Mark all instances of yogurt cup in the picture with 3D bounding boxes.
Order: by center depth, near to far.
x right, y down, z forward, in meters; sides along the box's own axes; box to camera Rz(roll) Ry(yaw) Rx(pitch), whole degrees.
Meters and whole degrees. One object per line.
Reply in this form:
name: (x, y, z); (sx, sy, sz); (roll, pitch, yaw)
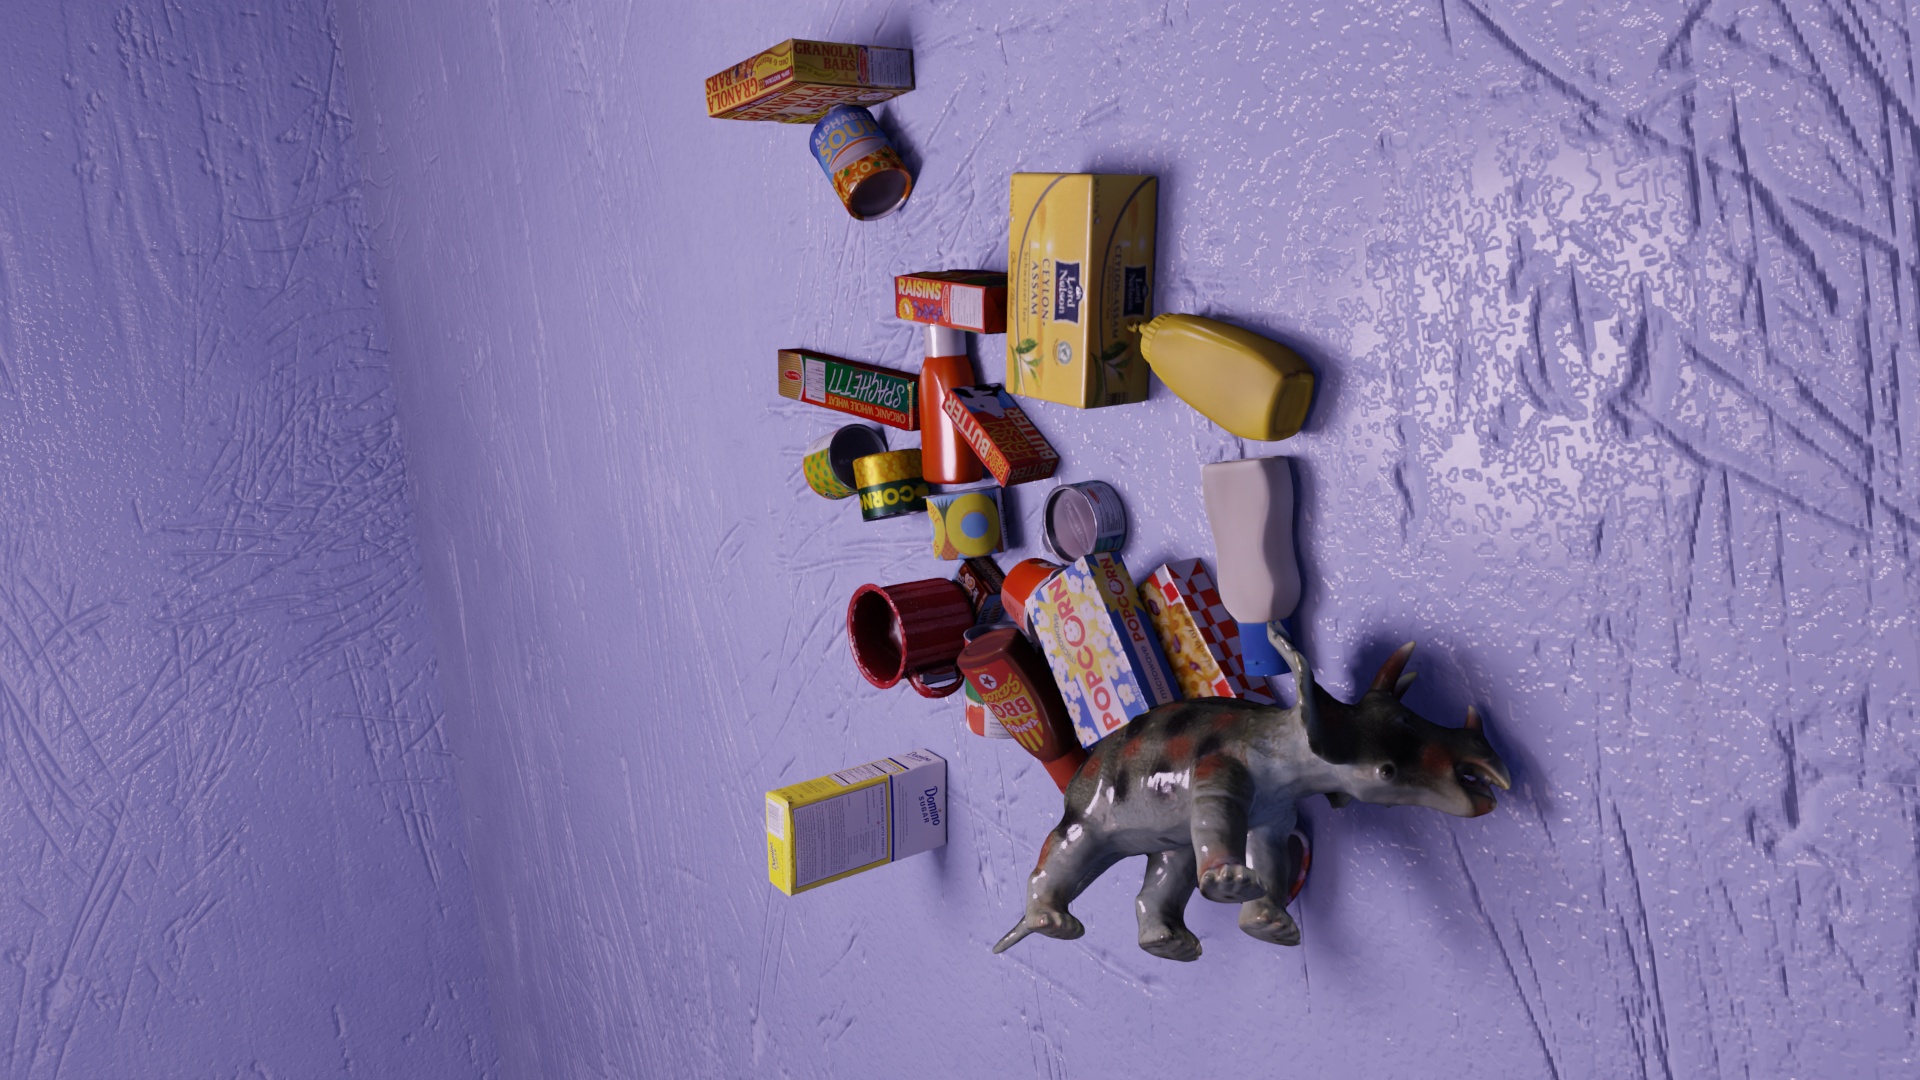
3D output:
yogurt cup: (0.069, 0.048, 1.130); (0.054, 0.072, 0.072); (35, 126, 55)

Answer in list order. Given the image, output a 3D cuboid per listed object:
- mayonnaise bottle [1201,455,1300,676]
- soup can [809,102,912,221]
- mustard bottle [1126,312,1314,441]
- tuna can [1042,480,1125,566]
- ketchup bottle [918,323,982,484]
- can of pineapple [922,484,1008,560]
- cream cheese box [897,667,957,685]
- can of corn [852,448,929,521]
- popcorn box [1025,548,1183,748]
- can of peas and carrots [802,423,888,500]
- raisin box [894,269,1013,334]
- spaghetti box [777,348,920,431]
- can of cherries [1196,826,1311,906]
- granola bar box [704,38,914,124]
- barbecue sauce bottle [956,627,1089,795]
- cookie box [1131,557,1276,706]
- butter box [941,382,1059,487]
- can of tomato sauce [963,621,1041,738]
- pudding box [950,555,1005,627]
mayonnaise bottle: (0.204, 0.017, 0.954); (0.064, 0.041, 0.148); (-3, 97, 56)
soup can: (-0.091, -0.342, 1.254); (0.084, 0.071, 0.071); (60, 140, 25)
mustard bottle: (0.171, -0.123, 0.958); (0.160, 0.049, 0.065); (40, 129, 43)
tuna can: (0.097, -0.013, 1.102); (0.071, 0.033, 0.071); (18, 112, 52)
ketchup bottle: (-0.011, -0.125, 1.217); (0.064, 0.044, 0.148); (10, 106, 57)
can of pineapple: (0.004, -0.015, 1.200); (0.071, 0.071, 0.058); (-4, 95, 55)
cream cheese box: (-0.043, 0.119, 1.312); (0.103, 0.053, 0.024); (-3, 94, 55)
can of corn: (-0.064, -0.051, 1.286); (0.071, 0.071, 0.058); (-12, 87, 55)
popcorn box: (0.105, 0.081, 1.037); (0.085, 0.038, 0.127); (-43, 62, 49)
can of peas and carrots: (-0.111, -0.073, 1.351); (0.058, 0.071, 0.071); (-15, 86, 55)
raisin box: (0.015, -0.195, 1.127); (0.123, 0.086, 0.040); (20, 116, 51)
spaghetti box: (-0.107, -0.150, 1.358); (0.250, 0.029, 0.050); (20, 114, 51)
can of cherries: (0.203, 0.225, 0.979); (0.058, 0.072, 0.071); (20, 114, 49)
granola bar box: (-0.139, -0.412, 1.257); (0.165, 0.124, 0.039); (6, 102, 54)
barbecue sauce bottle: (0.060, 0.141, 1.132); (0.064, 0.044, 0.148); (-19, 112, 44)
cookie box: (0.149, 0.108, 1.053); (0.166, 0.040, 0.123); (-49, 58, 46)
butter box: (0.033, -0.090, 1.156); (0.104, 0.053, 0.024); (54, 139, 32)
can of tomato sauce: (0.036, 0.119, 1.191); (0.071, 0.071, 0.083); (18, 113, 51)
pudding box: (0.011, 0.058, 1.241); (0.050, 0.030, 0.083); (54, 137, 33)
